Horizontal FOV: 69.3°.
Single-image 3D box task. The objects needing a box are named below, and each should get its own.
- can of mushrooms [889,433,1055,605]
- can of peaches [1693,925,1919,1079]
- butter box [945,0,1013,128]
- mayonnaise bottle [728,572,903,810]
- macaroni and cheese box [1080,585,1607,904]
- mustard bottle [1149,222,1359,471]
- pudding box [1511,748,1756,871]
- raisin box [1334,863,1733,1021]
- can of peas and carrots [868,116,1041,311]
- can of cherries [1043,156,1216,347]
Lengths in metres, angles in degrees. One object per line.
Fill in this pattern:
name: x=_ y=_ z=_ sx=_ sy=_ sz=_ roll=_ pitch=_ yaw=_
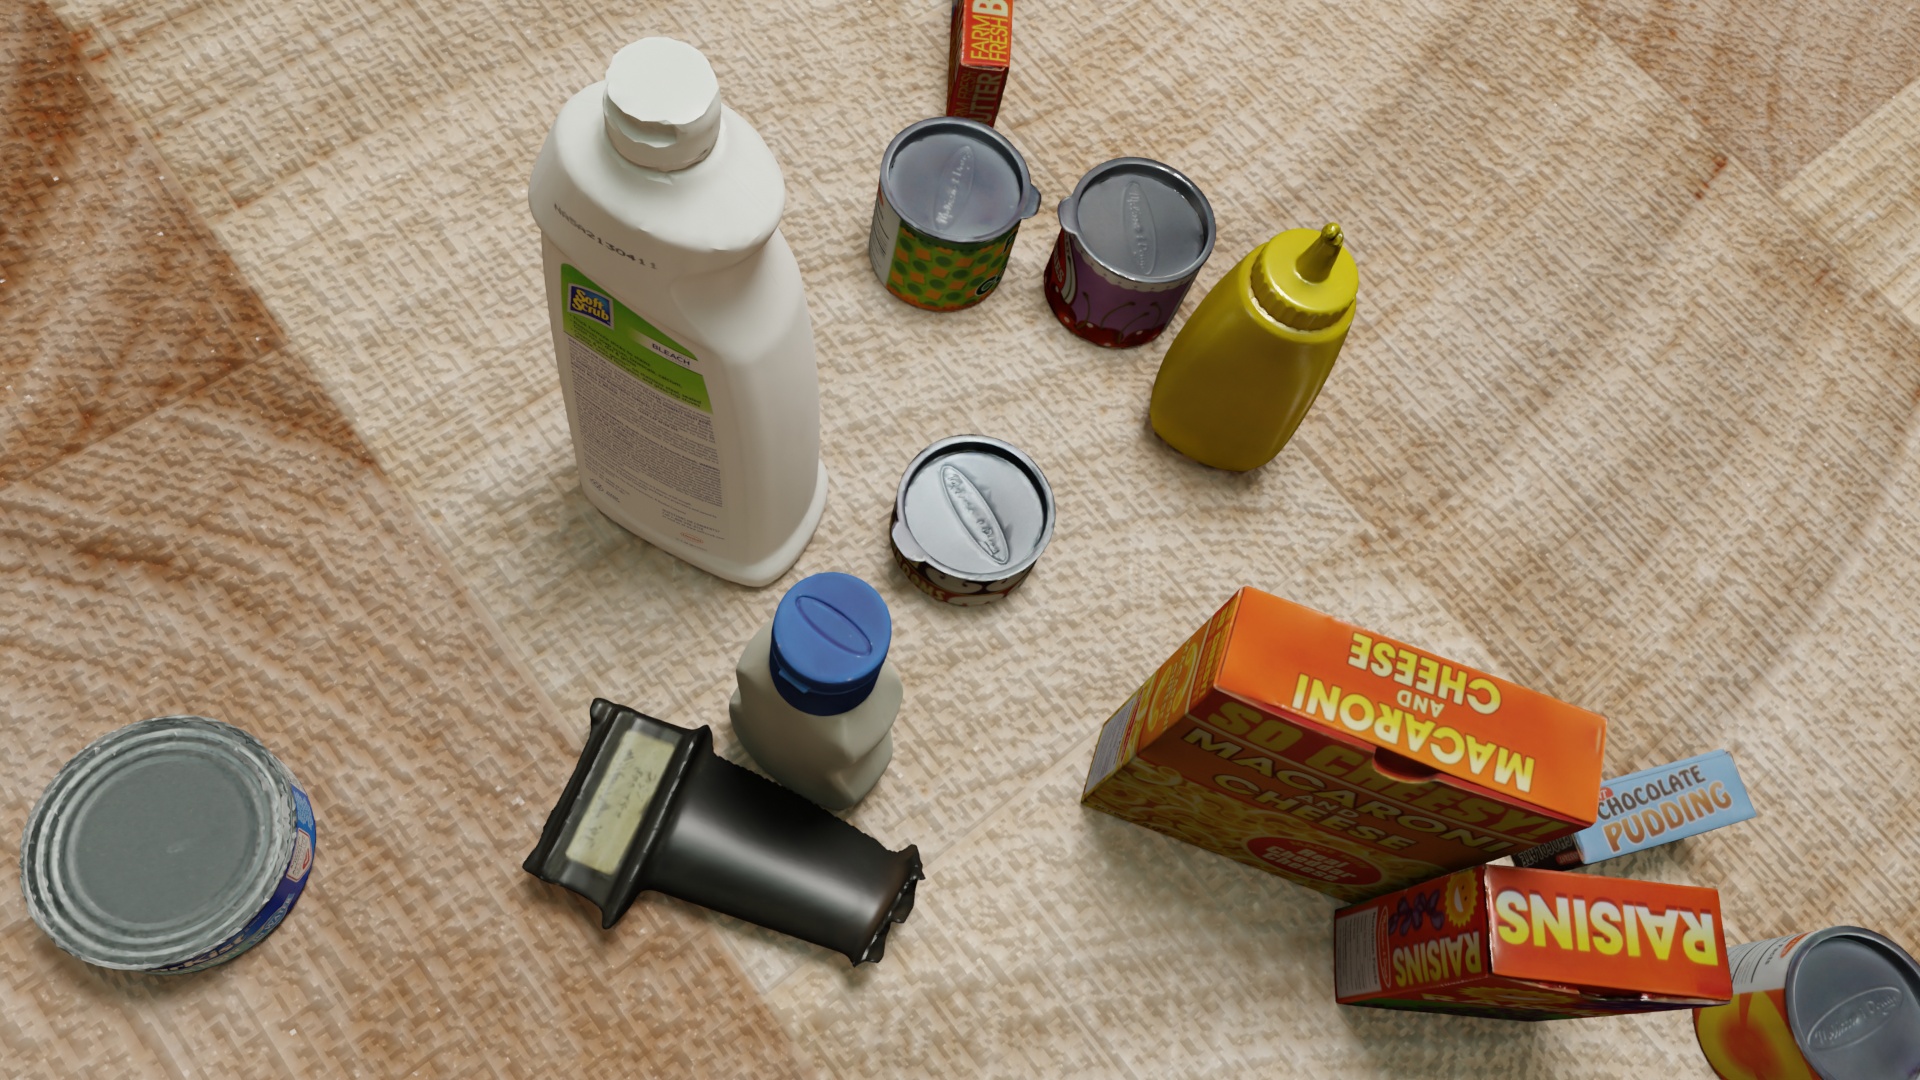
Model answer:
can of mushrooms: x=0.002 y=-0.007 z=0.580 sx=0.071 sy=0.033 sz=0.071 roll=4 pitch=67 yaw=-8
can of peaches: x=0.335 y=0.190 z=0.542 sx=0.071 sy=0.057 sz=0.071 roll=4 pitch=67 yaw=-8
butter box: x=0.010 y=-0.253 z=0.674 sx=0.024 sy=0.053 sz=0.104 roll=6 pitch=67 yaw=-8
mayonnaise bottle: x=-0.049 y=0.053 z=0.483 sx=0.065 sy=0.147 sz=0.041 roll=37 pitch=67 yaw=6
macaroni and cheese box: x=0.124 y=0.081 z=0.492 sx=0.124 sy=0.165 sz=0.040 roll=20 pitch=66 yaw=-1
mustard bottle: x=0.125 y=-0.083 z=0.564 sx=0.065 sy=0.159 sz=0.049 roll=27 pitch=66 yaw=2
pudding box: x=0.272 y=0.112 z=0.569 sx=0.084 sy=0.049 sz=0.030 roll=-11 pitch=70 yaw=-14
raisin box: x=0.198 y=0.148 z=0.500 sx=0.086 sy=0.123 sz=0.040 roll=8 pitch=67 yaw=-7
can of peas and carrots: x=-0.004 y=-0.145 z=0.623 sx=0.071 sy=0.058 sz=0.071 roll=4 pitch=67 yaw=-8
can of cherries: x=0.073 y=-0.130 z=0.631 sx=0.071 sy=0.058 sz=0.072 roll=4 pitch=67 yaw=-8
